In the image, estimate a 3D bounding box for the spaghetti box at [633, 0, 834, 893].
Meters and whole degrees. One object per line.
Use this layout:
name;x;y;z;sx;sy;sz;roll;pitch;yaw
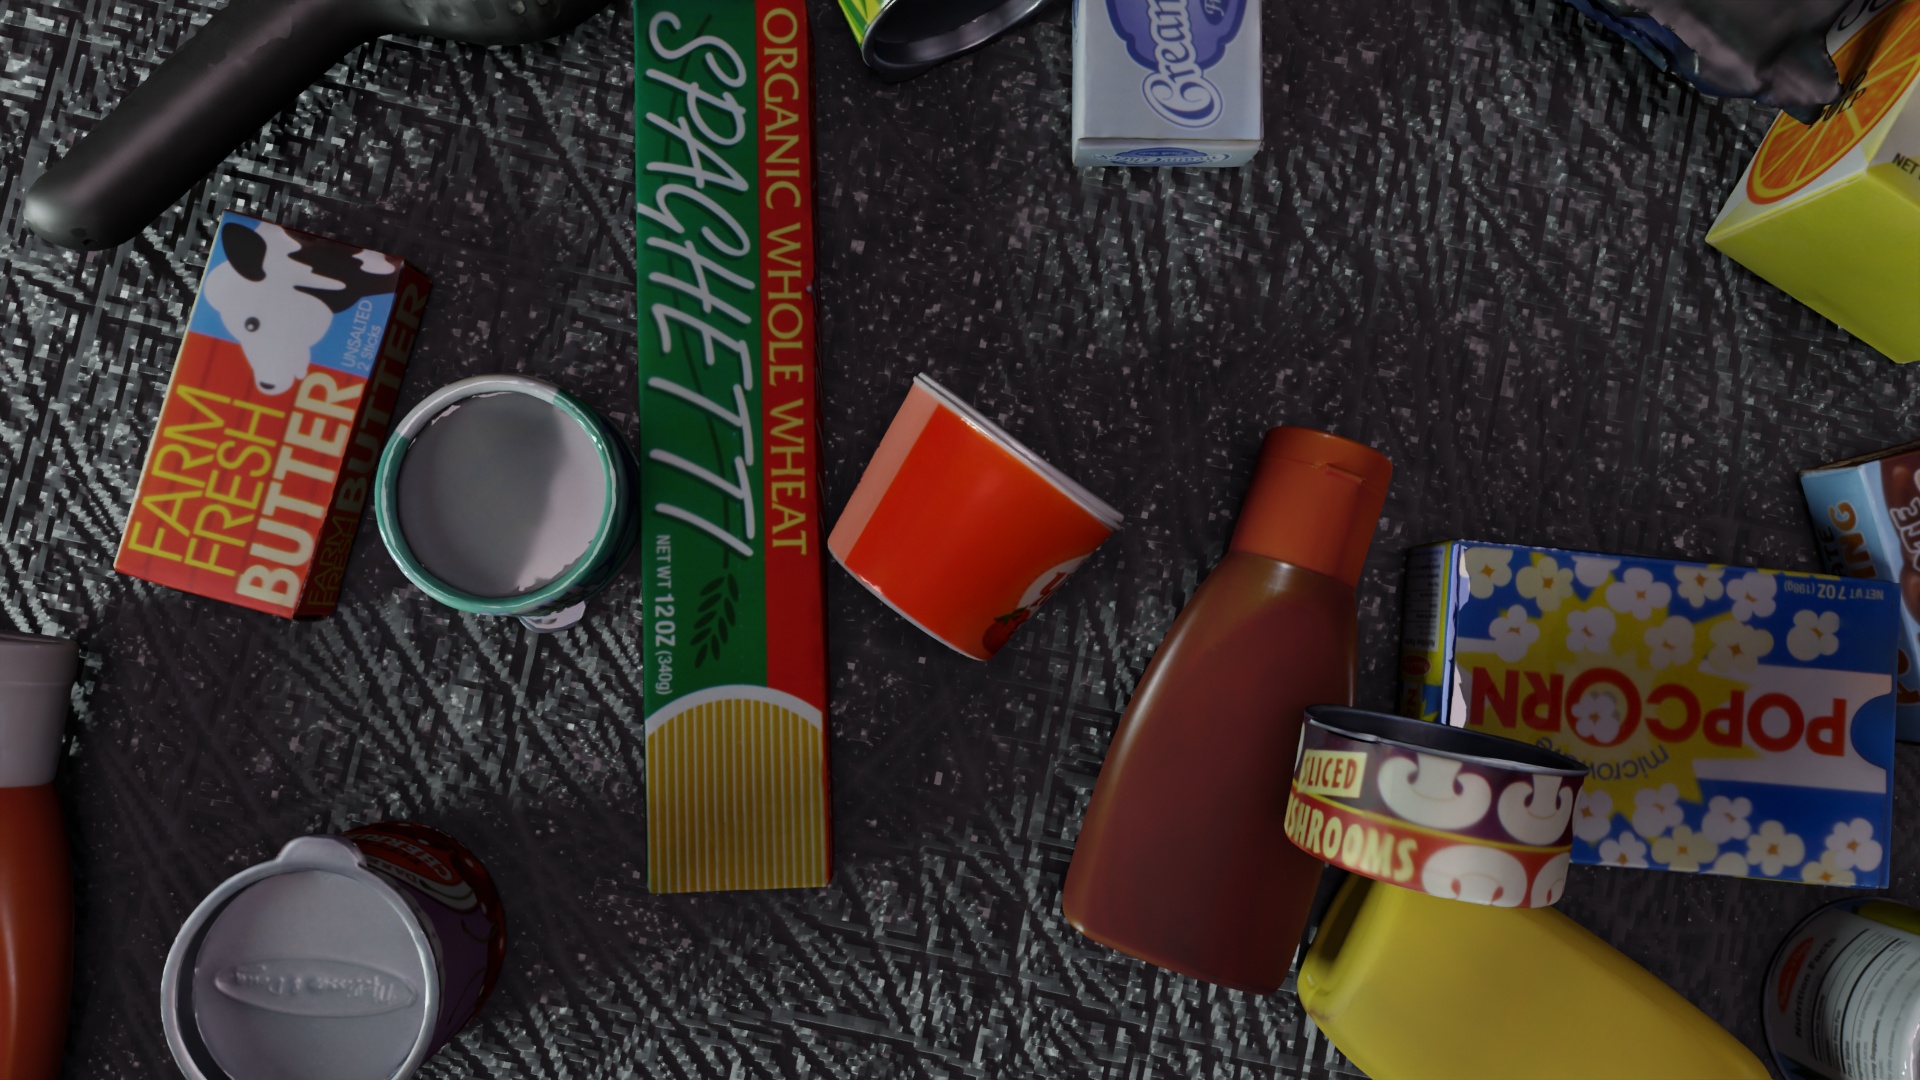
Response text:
spaghetti box;-0.063;-0.029;0.387;0.050;0.028;0.250;-1;87;-3

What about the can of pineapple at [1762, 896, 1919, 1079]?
can of pineapple;0.270;0.137;0.379;0.071;0.058;0.071;0;87;-3

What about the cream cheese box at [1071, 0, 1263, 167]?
cream cheese box;0.059;-0.161;0.402;0.053;0.024;0.104;1;87;-2

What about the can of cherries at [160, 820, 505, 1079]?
can of cherries;-0.158;0.107;0.361;0.071;0.058;0.071;0;87;-2

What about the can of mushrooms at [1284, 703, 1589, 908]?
can of mushrooms;0.112;0.062;0.335;0.071;0.071;0.033;10;92;-2

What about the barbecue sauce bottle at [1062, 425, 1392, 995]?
barbecue sauce bottle;0.080;0.043;0.383;0.065;0.043;0.148;19;86;-5

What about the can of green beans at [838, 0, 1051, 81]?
can of green beans;-0.009;-0.171;0.378;0.071;0.071;0.058;-25;88;-3

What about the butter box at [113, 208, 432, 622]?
butter box;-0.189;-0.034;0.384;0.053;0.024;0.103;15;86;-1

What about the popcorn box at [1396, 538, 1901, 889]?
popcorn box;0.189;0.048;0.390;0.127;0.038;0.085;5;86;-2

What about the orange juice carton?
orange juice carton;0.303;-0.152;0.389;0.072;0.073;0.193;32;86;-1

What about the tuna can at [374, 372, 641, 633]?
tuna can;-0.122;-0.009;0.381;0.071;0.033;0.071;0;87;-2

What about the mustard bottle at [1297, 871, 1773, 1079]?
mustard bottle;0.173;0.144;0.379;0.160;0.049;0.065;30;87;-2

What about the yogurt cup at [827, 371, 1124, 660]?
yogurt cup;0.001;-0.005;0.372;0.072;0.072;0.054;36;94;0

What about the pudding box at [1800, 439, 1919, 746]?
pudding box;0.282;0.013;0.400;0.050;0.030;0.083;-13;87;-2

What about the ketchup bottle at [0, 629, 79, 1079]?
ketchup bottle;-0.265;0.098;0.363;0.065;0.043;0.149;9;86;-3
